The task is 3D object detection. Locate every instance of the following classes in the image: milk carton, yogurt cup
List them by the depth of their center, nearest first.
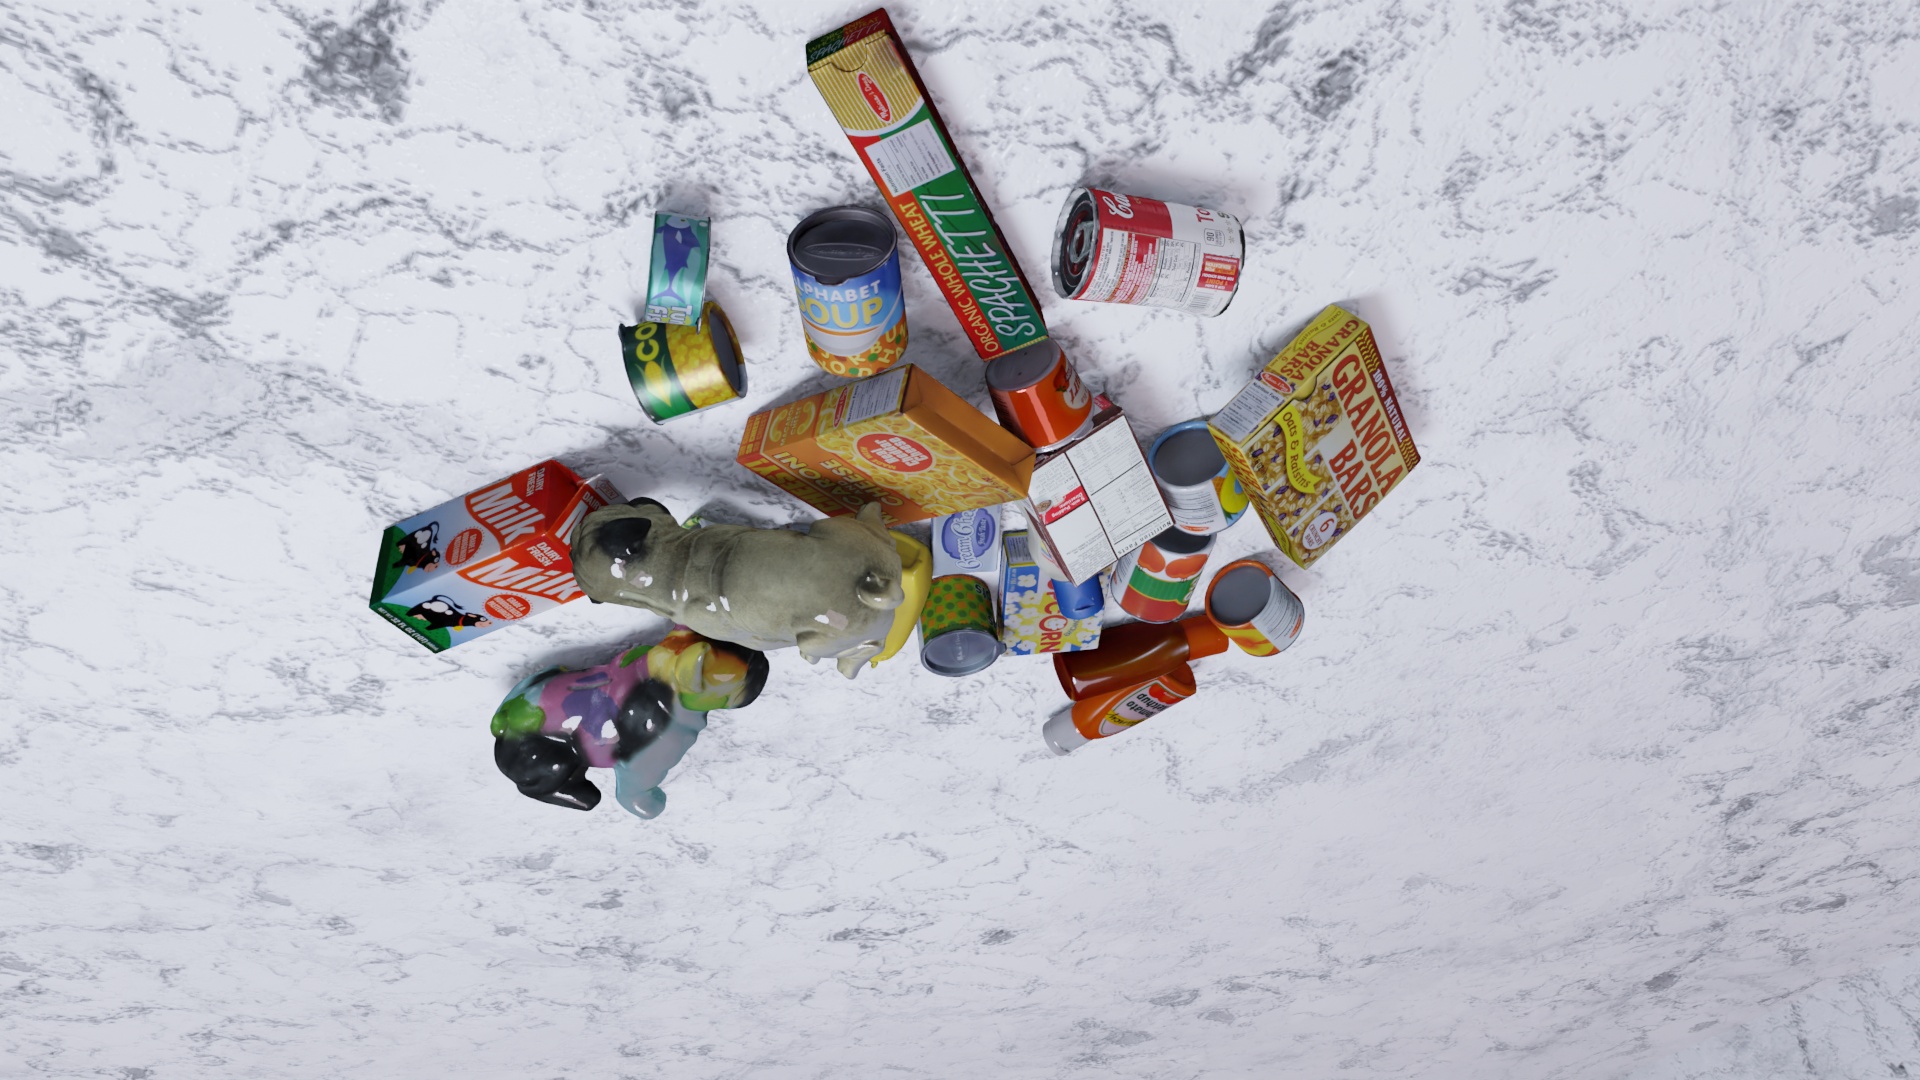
[{"bbox_3d":[0.051,-0.101,0.941,0.072,0.073,0.053,-19,132,12],"label":"yogurt cup"},{"bbox_3d":[-0.317,0.006,0.992,0.190,0.074,0.072,-20,139,13],"label":"milk carton"}]

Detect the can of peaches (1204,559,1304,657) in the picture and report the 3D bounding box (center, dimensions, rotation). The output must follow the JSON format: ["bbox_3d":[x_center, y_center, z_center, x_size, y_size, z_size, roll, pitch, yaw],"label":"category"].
[{"bbox_3d":[0.245,0.057,1.170,0.071,0.071,0.058,-29,137,23],"label":"can of peaches"}]

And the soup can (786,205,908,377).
[{"bbox_3d":[-0.068,-0.149,0.851,0.071,0.072,0.083,-8,141,-2],"label":"soup can"}]

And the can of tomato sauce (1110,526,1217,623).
[{"bbox_3d":[0.162,0.015,1.100,0.071,0.071,0.082,0,139,-11],"label":"can of tomato sauce"}]

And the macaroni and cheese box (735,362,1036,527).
[{"bbox_3d":[-0.052,-0.058,0.943,0.166,0.040,0.123,-11,148,43],"label":"macaroni and cheese box"}]

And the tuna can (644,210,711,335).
[{"bbox_3d":[-0.168,-0.158,0.822,0.033,0.071,0.070,5,139,-14],"label":"tuna can"}]

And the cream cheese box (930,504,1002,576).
[{"bbox_3d":[0.004,-0.013,1.069,0.053,0.024,0.103,-4,141,-6],"label":"cream cheese box"}]

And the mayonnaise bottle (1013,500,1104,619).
[{"bbox_3d":[0.077,-0.009,1.041,0.065,0.041,0.147,-17,121,1],"label":"mayonnaise bottle"}]

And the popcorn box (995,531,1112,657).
[{"bbox_3d":[0.075,0.043,1.140,0.085,0.038,0.126,-5,141,-6],"label":"popcorn box"}]

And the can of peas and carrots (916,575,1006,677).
[{"bbox_3d":[-0.001,0.070,1.142,0.071,0.059,0.070,-6,141,-5],"label":"can of peas and carrots"}]

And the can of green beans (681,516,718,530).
[{"bbox_3d":[-0.184,0.021,1.042,0.058,0.071,0.071,23,131,-32],"label":"can of green beans"}]

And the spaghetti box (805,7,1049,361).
[{"bbox_3d":[-0.013,-0.201,0.832,0.050,0.029,0.249,-20,140,14],"label":"spaghetti box"}]

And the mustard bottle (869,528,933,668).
[{"bbox_3d":[-0.063,0.055,1.115,0.065,0.049,0.159,23,142,5],"label":"mustard bottle"}]

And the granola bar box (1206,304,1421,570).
[{"bbox_3d":[0.258,-0.070,0.997,0.124,0.039,0.165,-44,136,-2],"label":"granola bar box"}]

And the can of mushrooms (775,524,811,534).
[{"bbox_3d":[-0.127,0.021,1.078,0.071,0.033,0.070,-6,141,-5],"label":"can of mushrooms"}]

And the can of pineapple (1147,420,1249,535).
[{"bbox_3d":[0.177,-0.048,1.029,0.071,0.071,0.057,-18,140,12],"label":"can of pineapple"}]

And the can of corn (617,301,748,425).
[{"bbox_3d":[-0.174,-0.114,0.878,0.058,0.071,0.071,-16,140,8],"label":"can of corn"}]

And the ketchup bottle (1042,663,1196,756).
[{"bbox_3d":[0.142,0.152,1.283,0.148,0.044,0.064,-35,135,29],"label":"ketchup bottle"}]

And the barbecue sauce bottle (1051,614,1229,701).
[{"bbox_3d":[0.158,0.096,1.206,0.149,0.065,0.043,-13,120,-9],"label":"barbecue sauce bottle"}]
